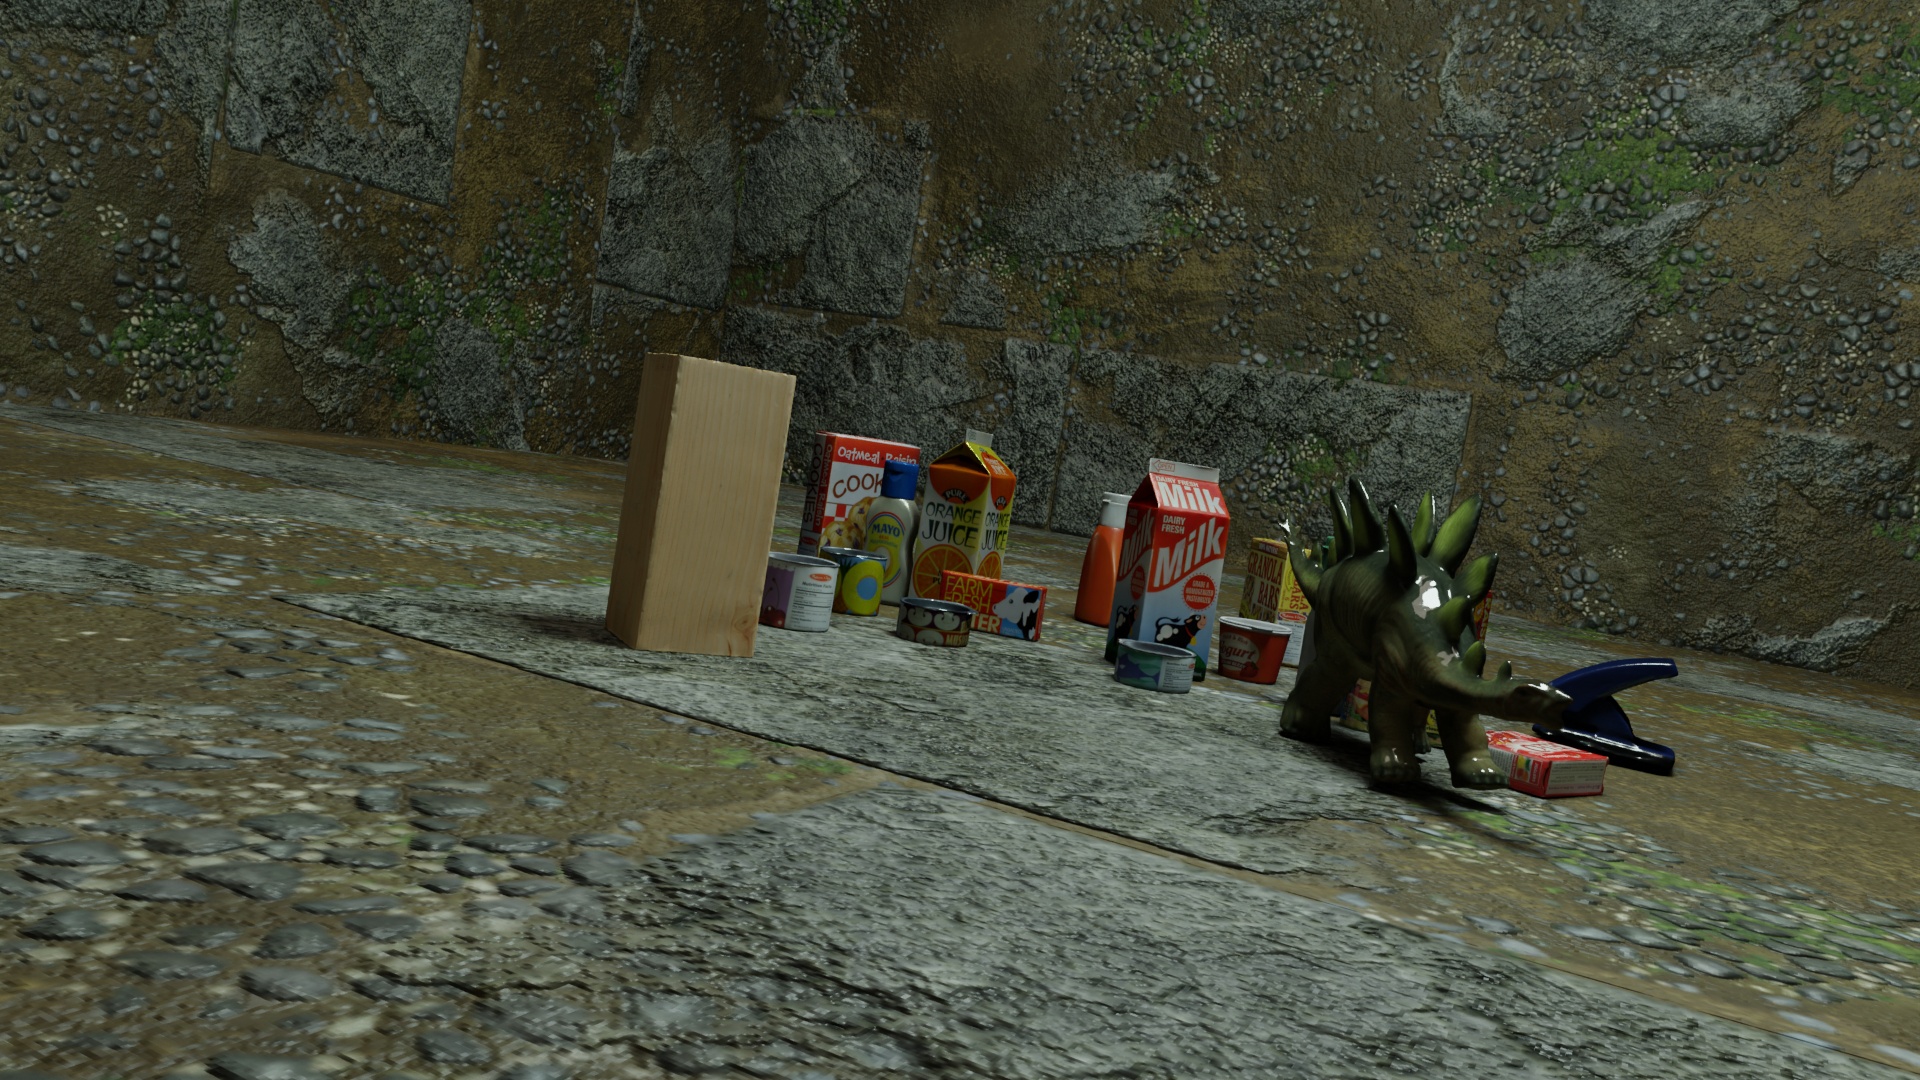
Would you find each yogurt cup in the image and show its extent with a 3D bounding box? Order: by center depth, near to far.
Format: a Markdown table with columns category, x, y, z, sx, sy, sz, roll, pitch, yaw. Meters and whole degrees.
| category | x | y | z | sx | sy | sz | roll | pitch | yaw |
| --- | --- | --- | --- | --- | --- | --- | --- | --- | --- |
| yogurt cup | 0.274 | 0.104 | 1.307 | 0.072 | 0.054 | 0.072 | 9 | 4 | 0 |

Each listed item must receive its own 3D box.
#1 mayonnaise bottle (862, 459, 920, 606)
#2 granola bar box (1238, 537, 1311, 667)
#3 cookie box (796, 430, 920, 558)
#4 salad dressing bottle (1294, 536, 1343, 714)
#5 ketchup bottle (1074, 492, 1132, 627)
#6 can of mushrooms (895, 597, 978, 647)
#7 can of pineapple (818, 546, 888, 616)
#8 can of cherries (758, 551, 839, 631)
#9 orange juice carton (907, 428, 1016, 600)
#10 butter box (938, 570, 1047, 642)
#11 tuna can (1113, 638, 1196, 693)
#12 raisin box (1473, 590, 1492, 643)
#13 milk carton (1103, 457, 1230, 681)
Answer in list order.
| category | x | y | z | sx | sy | sz | roll | pitch | yaw |
| --- | --- | --- | --- | --- | --- | --- | --- | --- | --- |
| mayonnaise bottle | -0.072 | -0.009 | 1.446 | 0.065 | 0.148 | 0.041 | 10 | 3 | 16 |
| granola bar box | 0.346 | 0.065 | 1.521 | 0.039 | 0.124 | 0.165 | 9 | 4 | -2 |
| cookie box | -0.112 | -0.028 | 1.502 | 0.123 | 0.167 | 0.040 | 6 | 5 | -45 |
| salad dressing bottle | 0.317 | 0.072 | 1.181 | 0.044 | 0.147 | 0.064 | 9 | 3 | -4 |
| ketchup bottle | 0.166 | 0.021 | 1.560 | 0.043 | 0.148 | 0.065 | 7 | 4 | -36 |
| can of mushrooms | -0.021 | 0.072 | 1.229 | 0.071 | 0.033 | 0.071 | 9 | 4 | 0 |
| can of pineapple | -0.108 | 0.039 | 1.337 | 0.071 | 0.058 | 0.071 | 9 | 4 | 0 |
| can of cherries | -0.142 | 0.043 | 1.189 | 0.071 | 0.058 | 0.071 | 9 | 4 | 0 |
| orange juice carton | 0.005 | -0.018 | 1.433 | 0.073 | 0.192 | 0.072 | 11 | 4 | 24 |
| butter box | 0.029 | 0.063 | 1.346 | 0.103 | 0.053 | 0.024 | 10 | 3 | 15 |
| tuna can | 0.162 | 0.106 | 1.173 | 0.071 | 0.033 | 0.071 | 9 | 4 | 0 |
| raisin box | 0.409 | 0.096 | 1.217 | 0.086 | 0.123 | 0.040 | 12 | 4 | 43 |
| milk carton | 0.188 | 0.024 | 1.254 | 0.072 | 0.190 | 0.073 | 8 | 3 | -17 |
